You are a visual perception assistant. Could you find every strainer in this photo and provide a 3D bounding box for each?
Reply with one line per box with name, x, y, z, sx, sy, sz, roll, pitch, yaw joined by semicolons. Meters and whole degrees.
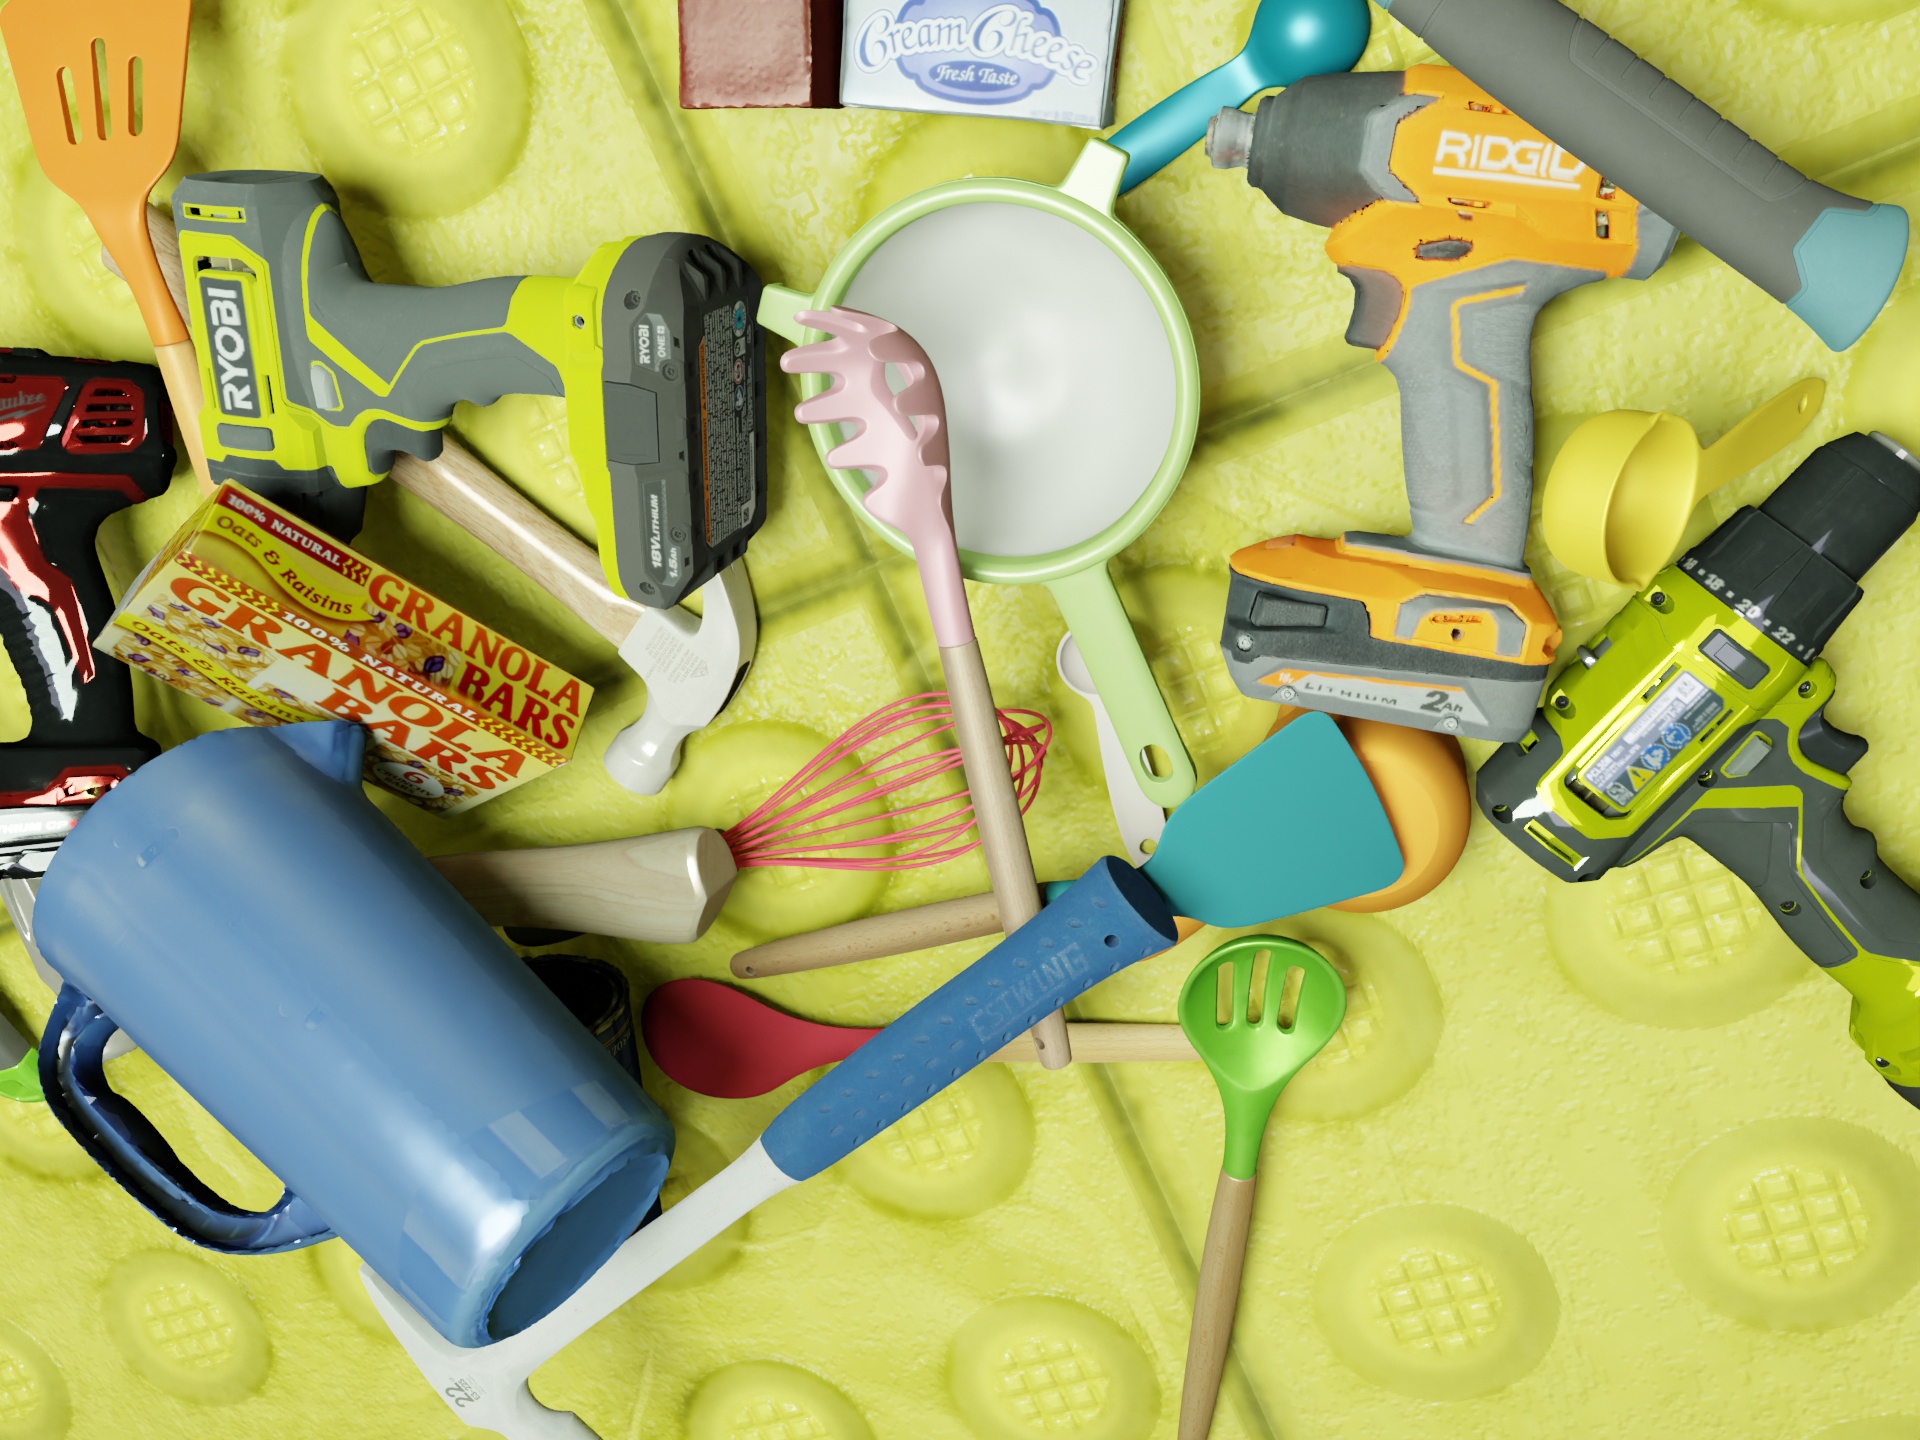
strainer;0.042;-0.087;0.623;0.151;0.069;0.256;-17;110;24

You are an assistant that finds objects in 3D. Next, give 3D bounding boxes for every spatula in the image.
spatula;-0.321;-0.139;0.675;0.081;0.041;0.322;-6;115;6
spatula;0.023;0.075;0.674;0.317;0.044;0.082;-16;115;34

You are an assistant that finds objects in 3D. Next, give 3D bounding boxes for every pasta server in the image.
pasta server;-0.001;-0.002;0.603;0.060;0.040;0.316;9;118;49

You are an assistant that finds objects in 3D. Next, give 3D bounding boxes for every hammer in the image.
hammer;-0.085;0.181;0.654;0.405;0.035;0.144;-39;98;20
hammer;0.157;-0.232;0.506;0.331;0.033;0.128;38;98;5
hammer;-0.230;-0.113;0.692;0.331;0.031;0.130;38;113;-2
hammer;-0.291;0.079;0.743;0.410;0.038;0.146;-9;106;23

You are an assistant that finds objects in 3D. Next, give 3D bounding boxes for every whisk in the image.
whisk;-0.089;0.053;0.708;0.296;0.073;0.073;-20;104;23

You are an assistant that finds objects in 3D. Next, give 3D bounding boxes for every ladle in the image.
ladle;-0.004;0.150;0.738;0.315;0.031;0.069;-2;117;11

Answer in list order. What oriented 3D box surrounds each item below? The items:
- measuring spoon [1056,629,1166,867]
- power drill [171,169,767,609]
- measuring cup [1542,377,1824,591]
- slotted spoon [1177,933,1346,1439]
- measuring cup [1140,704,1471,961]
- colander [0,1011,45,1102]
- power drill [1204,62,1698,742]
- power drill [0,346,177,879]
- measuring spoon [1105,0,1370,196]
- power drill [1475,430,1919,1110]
measuring spoon;0.070;0.011;0.681;0.034;0.018;0.124;-12;113;11
power drill;-0.194;-0.119;0.625;0.223;0.080;0.171;9;115;14
measuring cup;0.251;-0.093;0.548;0.029;0.156;0.062;24;131;44
slotted spoon;0.121;0.223;0.724;0.070;0.031;0.313;4;116;3
measuring cup;0.132;0.060;0.660;0.173;0.052;0.095;-40;97;20
colander;-0.562;0.033;0.798;0.204;0.095;0.396;-10;124;16
power drill;0.157;-0.118;0.580;0.164;0.084;0.226;11;107;9
power drill;-0.435;-0.047;0.678;0.187;0.080;0.226;-2;94;-22
measuring spoon;0.091;-0.228;0.585;0.128;0.021;0.042;-31;100;19
power drill;0.339;0.025;0.591;0.228;0.080;0.190;38;110;0
